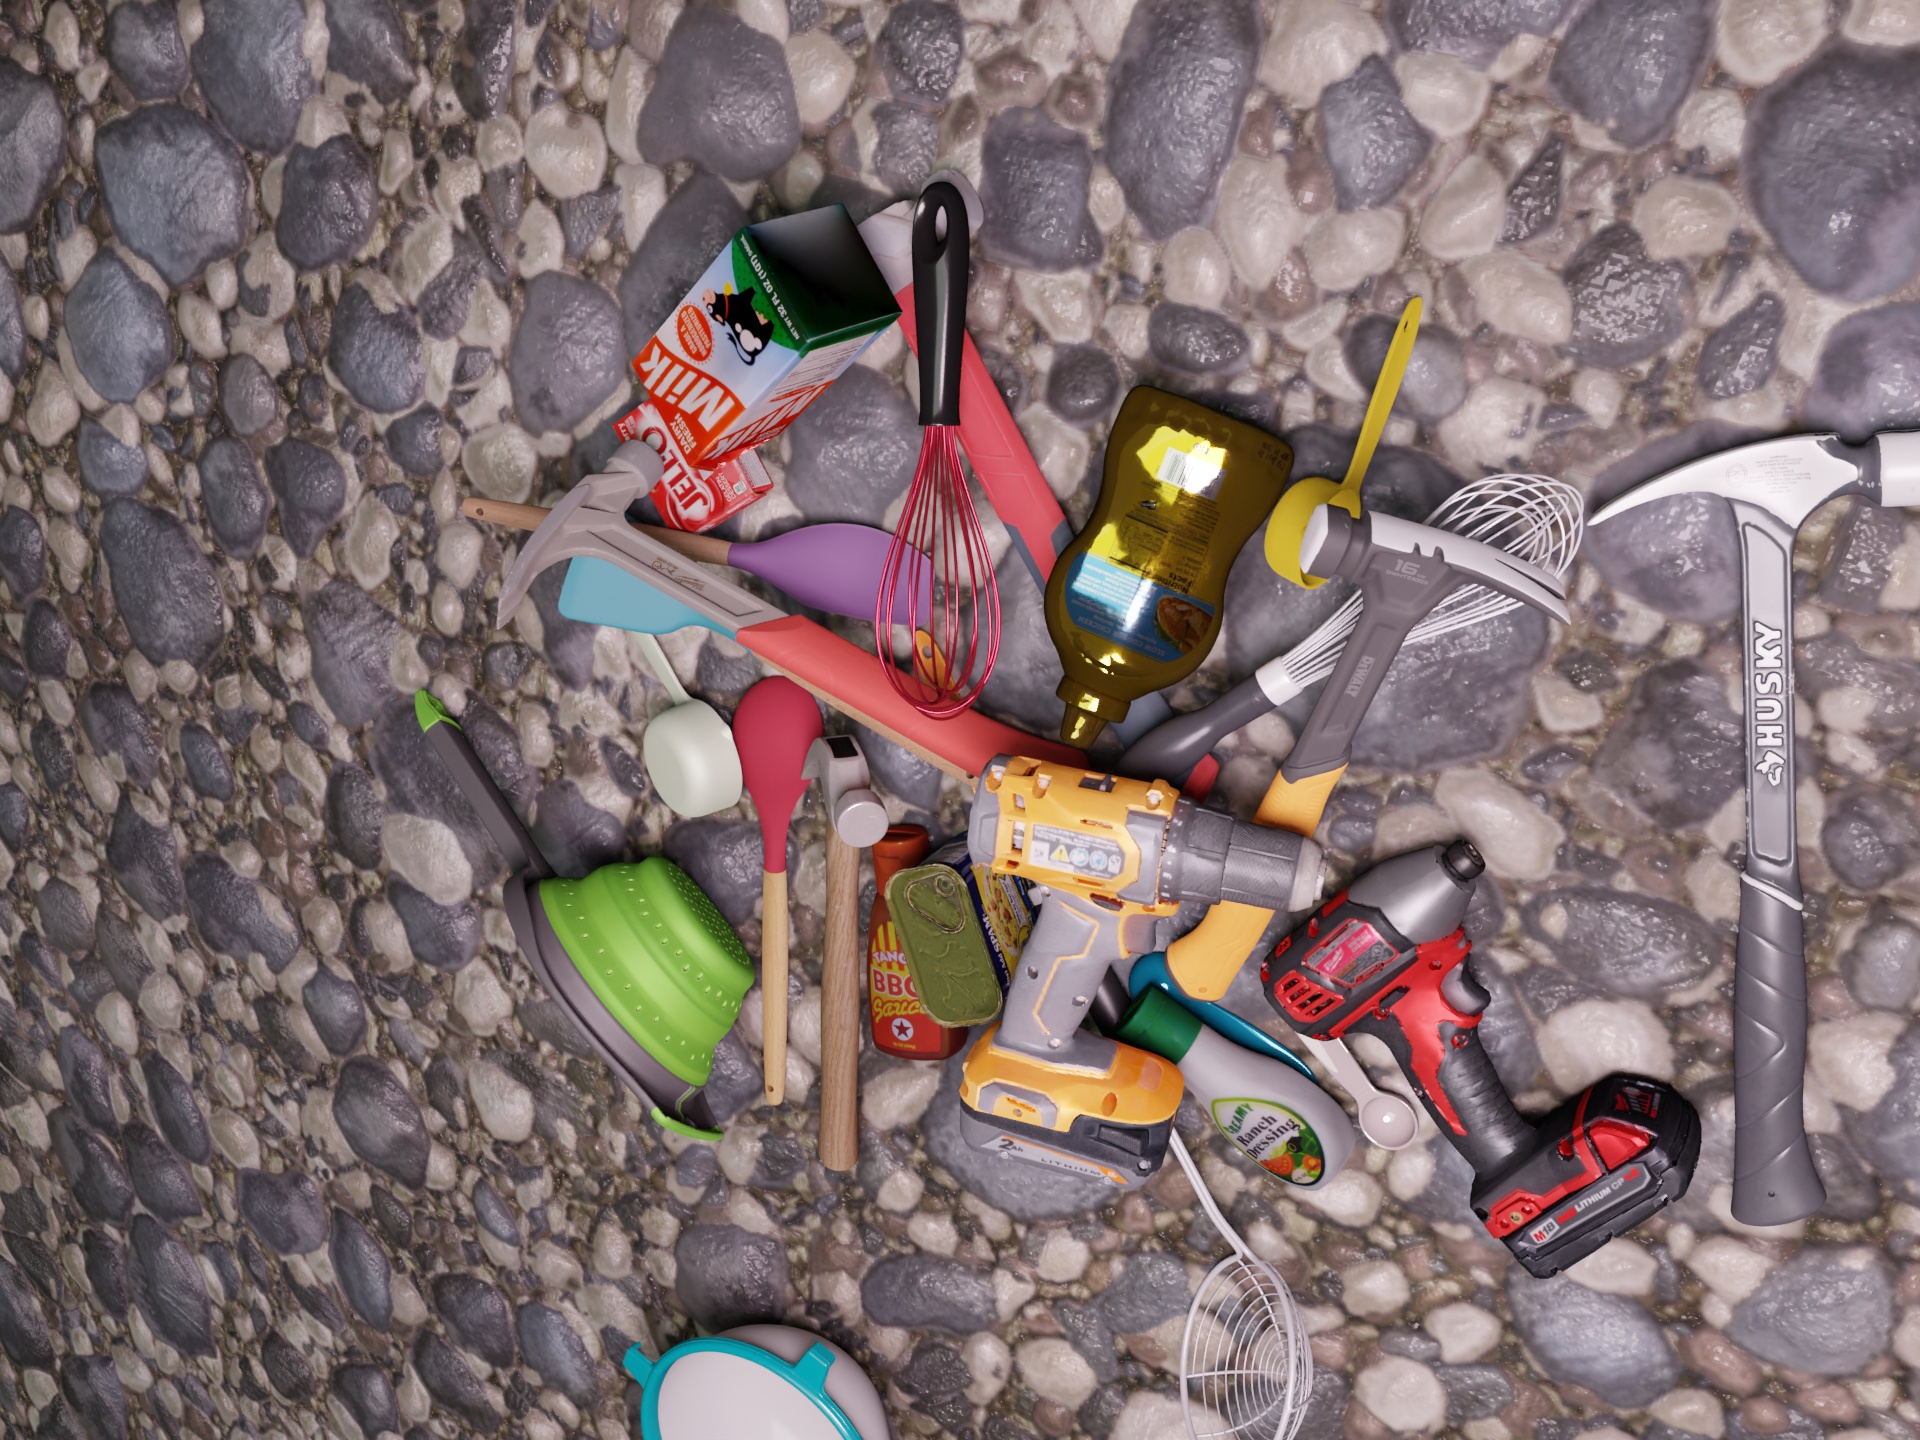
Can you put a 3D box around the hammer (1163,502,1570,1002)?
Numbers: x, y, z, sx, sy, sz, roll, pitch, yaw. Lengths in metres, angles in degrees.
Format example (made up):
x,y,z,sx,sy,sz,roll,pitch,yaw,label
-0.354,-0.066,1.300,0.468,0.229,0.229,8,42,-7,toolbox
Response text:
x,y,z,sx,sy,sz,roll,pitch,yaw,label
0.187,0.040,0.841,0.127,0.034,0.336,16,131,-3,hammer

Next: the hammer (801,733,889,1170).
x,y,z,sx,sy,sz,roll,pitch,yaw,label
-0.078,0.158,1.031,0.031,0.130,0.331,-4,120,-14,hammer

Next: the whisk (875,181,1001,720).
x,y,z,sx,sy,sz,roll,pitch,yaw,label
-0.013,-0.144,0.882,0.073,0.073,0.295,6,103,25,whisk

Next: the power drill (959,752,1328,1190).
x,y,z,sx,sy,sz,roll,pitch,yaw,label
0.091,0.137,0.861,0.185,0.084,0.226,10,112,14,power drill

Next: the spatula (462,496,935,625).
x,y,z,sx,sy,sz,roll,pitch,yaw,label
-0.169,-0.111,1.004,0.316,0.018,0.059,11,111,11,spatula

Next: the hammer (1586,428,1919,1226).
x,y,z,sx,sy,sz,roll,pitch,yaw,label
0.396,0.065,0.789,0.149,0.036,0.408,0,105,28,hammer

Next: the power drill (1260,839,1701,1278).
x,y,z,sx,sy,sz,roll,pitch,yaw,label
0.282,0.173,0.859,0.220,0.078,0.143,48,120,10,power drill

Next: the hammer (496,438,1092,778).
x,y,z,sx,sy,sz,roll,pitch,yaw,label
-0.086,-0.030,0.939,0.359,0.149,0.036,30,147,1,hammer

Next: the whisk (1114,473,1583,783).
x,y,z,sx,sy,sz,roll,pitch,yaw,label
0.193,-0.038,0.830,0.284,0.070,0.070,-34,88,25,whisk

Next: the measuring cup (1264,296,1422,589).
x,y,z,sx,sy,sz,roll,pitch,yaw,label
0.199,-0.145,0.825,0.029,0.062,0.156,27,105,33,measuring cup

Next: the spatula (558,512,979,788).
x,y,z,sx,sy,sz,roll,pitch,yaw,label
-0.114,-0.035,1.012,0.318,0.044,0.082,30,104,18,spatula

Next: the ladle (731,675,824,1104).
x,y,z,sx,sy,sz,roll,pitch,yaw,label
-0.127,0.124,1.081,0.069,0.031,0.315,11,111,23,ladle

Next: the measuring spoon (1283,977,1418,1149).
x,y,z,sx,sy,sz,roll,pitch,yaw,label
0.223,0.195,0.931,0.124,0.018,0.034,52,122,12,measuring spoon

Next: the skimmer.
x,y,z,sx,sy,sz,roll,pitch,yaw,label
0.110,0.273,0.966,0.363,0.090,0.127,63,155,1,skimmer

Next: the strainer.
x,y,z,sx,sy,sz,roll,pitch,yaw,label
-0.100,0.578,1.165,0.211,0.095,0.340,-15,100,33,strainer

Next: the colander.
x,y,z,sx,sy,sz,roll,pitch,yaw,label
-0.253,0.101,1.098,0.094,0.204,0.397,-39,67,-3,colander

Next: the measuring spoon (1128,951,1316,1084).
x,y,z,sx,sy,sz,roll,pitch,yaw,label
0.155,0.186,0.955,0.129,0.021,0.042,32,117,15,measuring spoon

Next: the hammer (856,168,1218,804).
x,y,z,sx,sy,sz,roll,pitch,yaw,label
0.030,-0.110,0.923,0.143,0.038,0.386,-27,92,32,hammer

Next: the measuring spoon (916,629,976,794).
x,y,z,sx,sy,sz,roll,pitch,yaw,label
-0.002,-0.003,0.989,0.021,0.011,0.117,-24,90,36,measuring spoon

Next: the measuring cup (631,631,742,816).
x,y,z,sx,sy,sz,roll,pitch,yaw,label
-0.203,-0.011,1.061,0.168,0.038,0.083,59,146,9,measuring cup
